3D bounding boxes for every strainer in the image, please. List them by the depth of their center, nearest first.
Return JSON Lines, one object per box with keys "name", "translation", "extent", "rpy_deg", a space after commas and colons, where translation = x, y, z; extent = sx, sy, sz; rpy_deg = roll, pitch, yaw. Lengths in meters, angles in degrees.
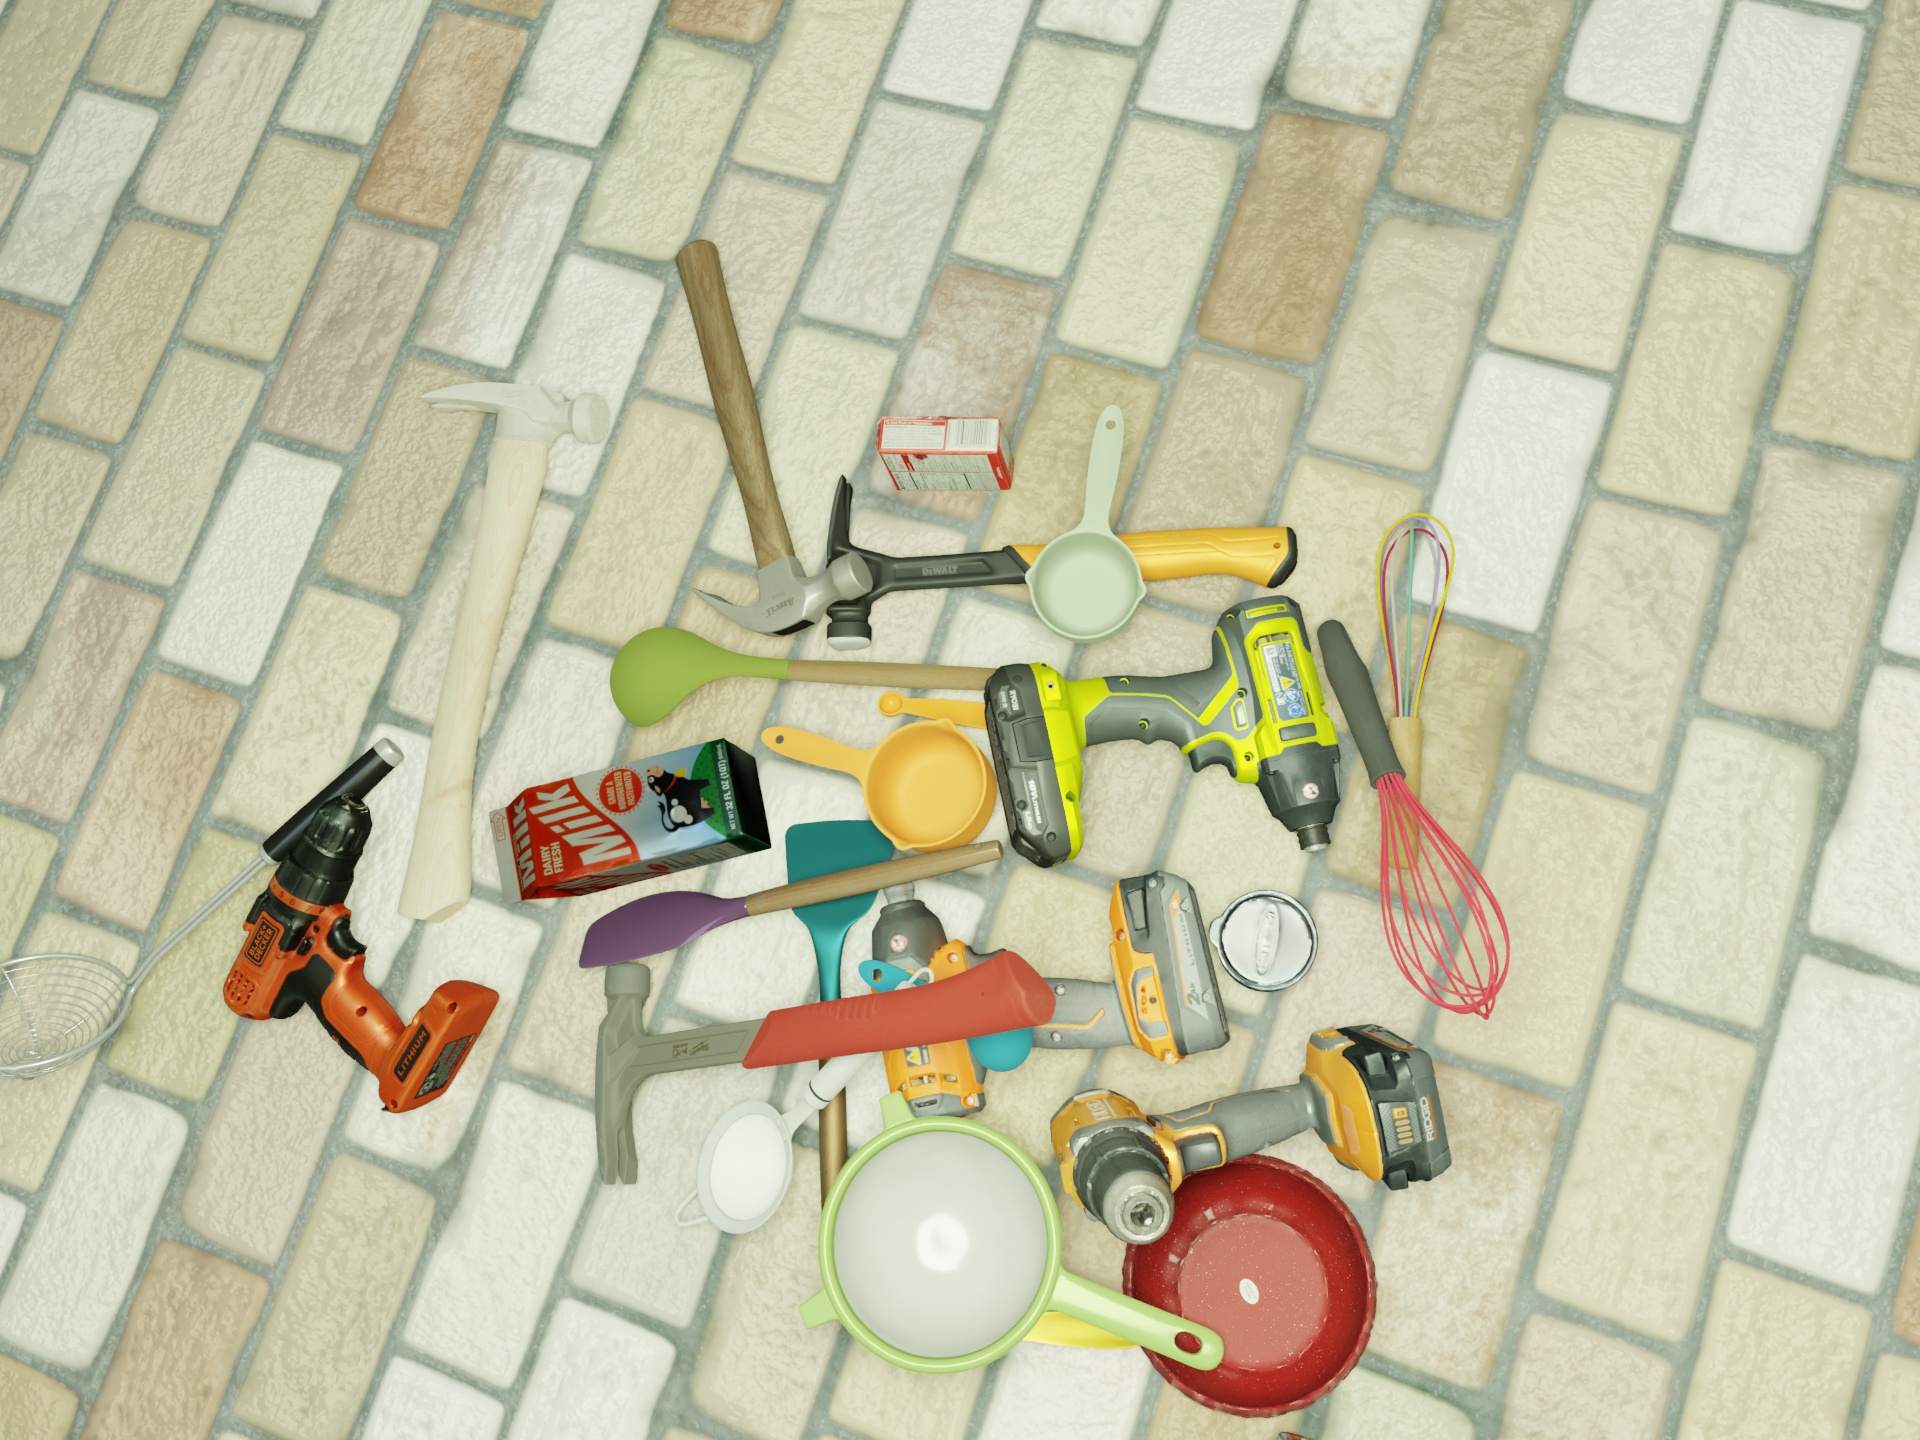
{"name": "strainer", "translation": [0.038, 0.345, 0.994], "extent": [0.256, 0.069, 0.151], "rpy_deg": [19, 75, 9]}
{"name": "strainer", "translation": [-0.096, 0.252, 1.044], "extent": [0.258, 0.050, 0.087], "rpy_deg": [-49, 48, 19]}

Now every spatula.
{"name": "spatula", "translation": [-0.121, 0.120, 1.091], "extent": [0.316, 0.018, 0.060], "rpy_deg": [-14, 40, 16]}
{"name": "spatula", "translation": [-0.084, 0.225, 1.091], "extent": [0.082, 0.044, 0.317], "rpy_deg": [-2, 82, 8]}

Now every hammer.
{"name": "hammer", "translation": [-0.099, 0.209, 1.012], "extent": [0.359, 0.036, 0.149], "rpy_deg": [-15, 70, 33]}
{"name": "hammer", "translation": [0.069, -0.120, 1.136], "extent": [0.337, 0.034, 0.127], "rpy_deg": [-2, 78, 9]}
{"name": "hammer", "translation": [-0.164, -0.214, 1.184], "extent": [0.130, 0.031, 0.331], "rpy_deg": [-25, 69, 22]}
{"name": "hammer", "translation": [-0.372, -0.057, 1.192], "extent": [0.146, 0.038, 0.411], "rpy_deg": [6, 79, 12]}

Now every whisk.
{"name": "whisk", "translation": [0.279, 0.055, 1.013], "extent": [0.073, 0.073, 0.296], "rpy_deg": [-16, 57, 5]}
{"name": "whisk", "translation": [0.305, -0.023, 1.073], "extent": [0.047, 0.051, 0.245], "rpy_deg": [4, 81, 4]}

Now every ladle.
{"name": "ladle", "translation": [-0.095, -0.028, 1.137], "extent": [0.320, 0.062, 0.078], "rpy_deg": [3, 55, 5]}

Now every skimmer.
{"name": "skimmer", "translation": [-0.571, 0.124, 1.155], "extent": [0.363, 0.090, 0.127], "rpy_deg": [-42, 43, -4]}

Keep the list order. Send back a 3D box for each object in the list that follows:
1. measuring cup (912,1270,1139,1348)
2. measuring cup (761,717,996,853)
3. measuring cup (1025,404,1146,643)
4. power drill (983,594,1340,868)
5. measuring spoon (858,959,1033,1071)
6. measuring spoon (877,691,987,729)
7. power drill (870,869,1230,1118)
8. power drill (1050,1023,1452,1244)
{"name": "measuring cup", "translation": [0.046, 0.394, 1.034], "extent": [0.156, 0.029, 0.062], "rpy_deg": [4, 71, -2]}
{"name": "measuring cup", "translation": [-0.056, 0.038, 1.115], "extent": [0.174, 0.052, 0.095], "rpy_deg": [16, 81, 21]}
{"name": "measuring cup", "translation": [0.094, -0.133, 1.098], "extent": [0.083, 0.038, 0.168], "rpy_deg": [8, 80, 10]}
{"name": "power drill", "translation": [0.137, 0.020, 1.062], "extent": [0.223, 0.080, 0.171], "rpy_deg": [-11, 77, -4]}
{"name": "measuring spoon", "translation": [-0.014, 0.184, 1.017], "extent": [0.129, 0.021, 0.042], "rpy_deg": [23, 87, 20]}
{"name": "measuring spoon", "translation": [-0.002, -0.004, 1.135], "extent": [0.117, 0.011, 0.021], "rpy_deg": [8, 61, 8]}
{"name": "power drill", "translation": [0.050, 0.167, 1.053], "extent": [0.226, 0.084, 0.164], "rpy_deg": [-15, 76, 10]}
{"name": "power drill", "translation": [0.171, 0.251, 0.951], "extent": [0.226, 0.185, 0.084], "rpy_deg": [-11, 90, -3]}
